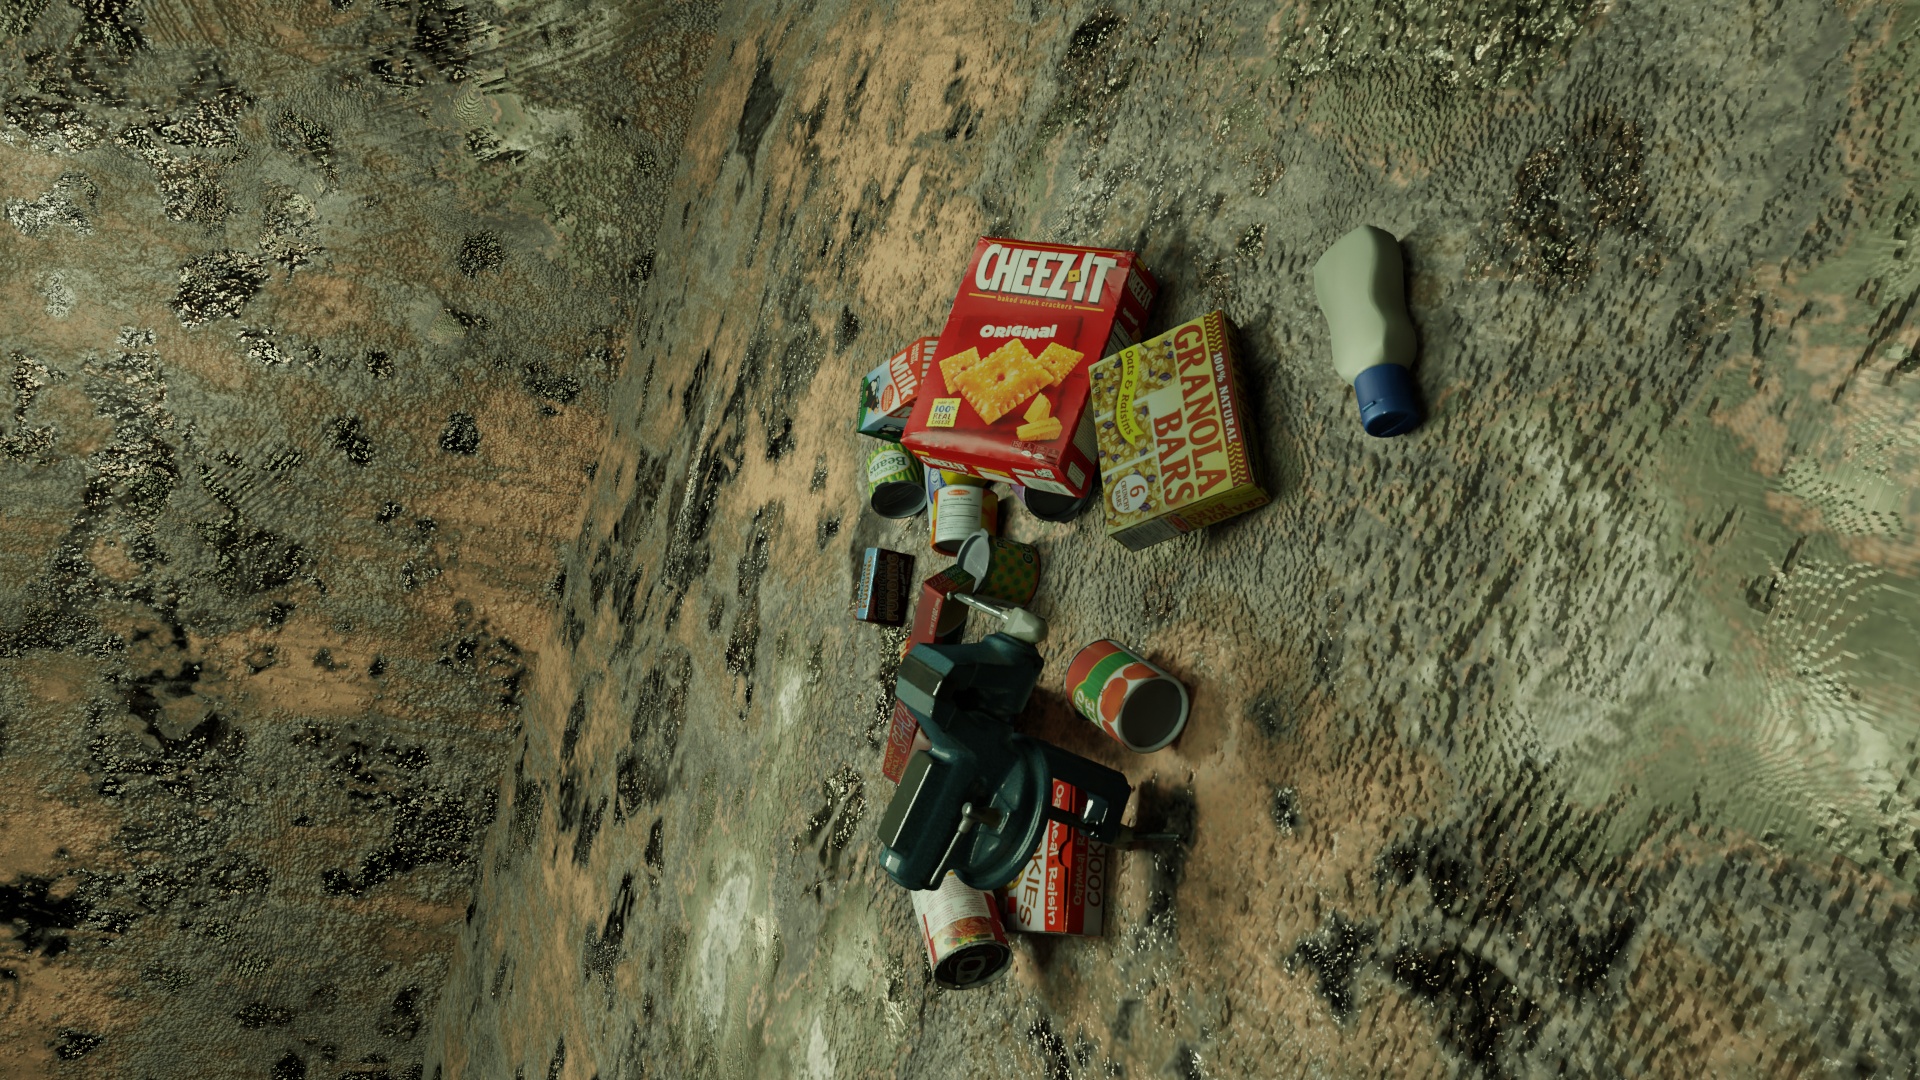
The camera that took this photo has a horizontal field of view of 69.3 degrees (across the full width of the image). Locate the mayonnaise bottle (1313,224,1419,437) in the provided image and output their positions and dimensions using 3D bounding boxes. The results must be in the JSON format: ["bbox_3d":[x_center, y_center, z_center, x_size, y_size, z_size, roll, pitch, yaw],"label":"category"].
[{"bbox_3d":[0.283,-0.142,0.956,0.064,0.041,0.149,-41,44,50],"label":"mayonnaise bottle"}]

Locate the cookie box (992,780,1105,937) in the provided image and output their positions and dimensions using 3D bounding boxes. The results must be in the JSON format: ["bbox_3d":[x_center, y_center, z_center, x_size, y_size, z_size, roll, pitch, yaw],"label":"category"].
[{"bbox_3d":[0.060,0.272,1.183,0.167,0.040,0.123,-23,57,57],"label":"cookie box"}]

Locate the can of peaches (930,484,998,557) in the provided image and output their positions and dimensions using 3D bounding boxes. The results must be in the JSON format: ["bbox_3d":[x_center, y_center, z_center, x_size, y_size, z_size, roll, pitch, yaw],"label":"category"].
[{"bbox_3d":[0.005,-0.018,1.398,0.071,0.071,0.058,-27,55,56],"label":"can of peaches"}]

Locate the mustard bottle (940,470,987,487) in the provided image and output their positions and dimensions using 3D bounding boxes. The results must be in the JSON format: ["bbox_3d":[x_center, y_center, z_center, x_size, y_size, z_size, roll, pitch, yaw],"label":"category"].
[{"bbox_3d":[0.033,-0.122,1.409,0.159,0.049,0.065,-56,31,33],"label":"mustard bottle"}]

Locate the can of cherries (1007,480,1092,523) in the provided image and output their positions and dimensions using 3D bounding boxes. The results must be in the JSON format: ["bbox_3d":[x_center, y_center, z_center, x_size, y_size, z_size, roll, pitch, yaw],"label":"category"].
[{"bbox_3d":[0.079,-0.057,1.275,0.071,0.071,0.058,-67,29,18],"label":"can of cherries"}]

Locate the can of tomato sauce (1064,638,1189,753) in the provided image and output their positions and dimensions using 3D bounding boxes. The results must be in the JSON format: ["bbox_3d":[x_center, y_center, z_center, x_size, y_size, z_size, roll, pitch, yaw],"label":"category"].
[{"bbox_3d":[0.129,0.123,1.092,0.083,0.071,0.071,31,106,61],"label":"can of tomato sauce"}]

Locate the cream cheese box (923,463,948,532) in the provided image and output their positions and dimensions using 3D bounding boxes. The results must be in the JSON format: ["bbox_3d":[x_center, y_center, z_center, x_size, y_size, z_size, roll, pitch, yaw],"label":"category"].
[{"bbox_3d":[-0.015,-0.062,1.498,0.053,0.024,0.104,-48,38,45],"label":"cream cheese box"}]

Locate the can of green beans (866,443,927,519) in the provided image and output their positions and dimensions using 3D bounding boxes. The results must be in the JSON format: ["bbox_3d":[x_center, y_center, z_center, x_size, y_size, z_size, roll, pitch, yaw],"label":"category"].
[{"bbox_3d":[-0.071,-0.067,1.560,0.071,0.071,0.058,-50,36,40],"label":"can of green beans"}]

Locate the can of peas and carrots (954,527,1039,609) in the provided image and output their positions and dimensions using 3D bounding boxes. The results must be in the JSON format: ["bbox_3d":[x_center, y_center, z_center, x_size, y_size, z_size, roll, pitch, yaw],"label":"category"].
[{"bbox_3d":[0.035,0.027,1.324,0.070,0.059,0.071,-36,47,51],"label":"can of peas and carrots"}]

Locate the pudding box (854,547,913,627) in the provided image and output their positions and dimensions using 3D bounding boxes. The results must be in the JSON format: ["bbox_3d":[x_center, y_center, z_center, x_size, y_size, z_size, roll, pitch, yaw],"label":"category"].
[{"bbox_3d":[-0.085,0.052,1.550,0.030,0.050,0.084,-7,72,60],"label":"pudding box"}]

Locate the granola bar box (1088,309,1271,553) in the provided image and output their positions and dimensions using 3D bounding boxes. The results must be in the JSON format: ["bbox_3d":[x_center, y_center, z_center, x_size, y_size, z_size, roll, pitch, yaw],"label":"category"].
[{"bbox_3d":[0.170,-0.088,1.096,0.124,0.039,0.166,-22,55,28],"label":"granola bar box"}]

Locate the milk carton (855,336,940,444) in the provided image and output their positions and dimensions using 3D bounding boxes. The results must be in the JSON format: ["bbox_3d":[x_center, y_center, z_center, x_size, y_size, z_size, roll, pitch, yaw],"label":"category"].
[{"bbox_3d":[-0.040,-0.168,1.542,0.190,0.073,0.072,-23,58,57],"label":"milk carton"}]

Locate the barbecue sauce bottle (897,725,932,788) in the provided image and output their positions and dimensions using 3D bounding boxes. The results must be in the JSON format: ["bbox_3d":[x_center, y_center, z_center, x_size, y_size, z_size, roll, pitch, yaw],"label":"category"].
[{"bbox_3d":[-0.035,0.238,1.359,0.044,0.065,0.147,36,124,25],"label":"barbecue sauce bottle"}]

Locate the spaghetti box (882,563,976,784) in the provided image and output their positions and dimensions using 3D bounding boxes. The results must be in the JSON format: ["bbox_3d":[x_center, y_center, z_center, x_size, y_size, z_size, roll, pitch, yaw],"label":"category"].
[{"bbox_3d":[-0.032,0.135,1.337,0.029,0.050,0.248,32,129,27],"label":"spaghetti box"}]

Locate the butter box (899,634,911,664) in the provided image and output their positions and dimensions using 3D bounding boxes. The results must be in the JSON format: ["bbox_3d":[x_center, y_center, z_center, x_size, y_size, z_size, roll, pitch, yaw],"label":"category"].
[{"bbox_3d":[-0.041,0.145,1.449,0.053,0.024,0.104,-43,42,48],"label":"butter box"}]
